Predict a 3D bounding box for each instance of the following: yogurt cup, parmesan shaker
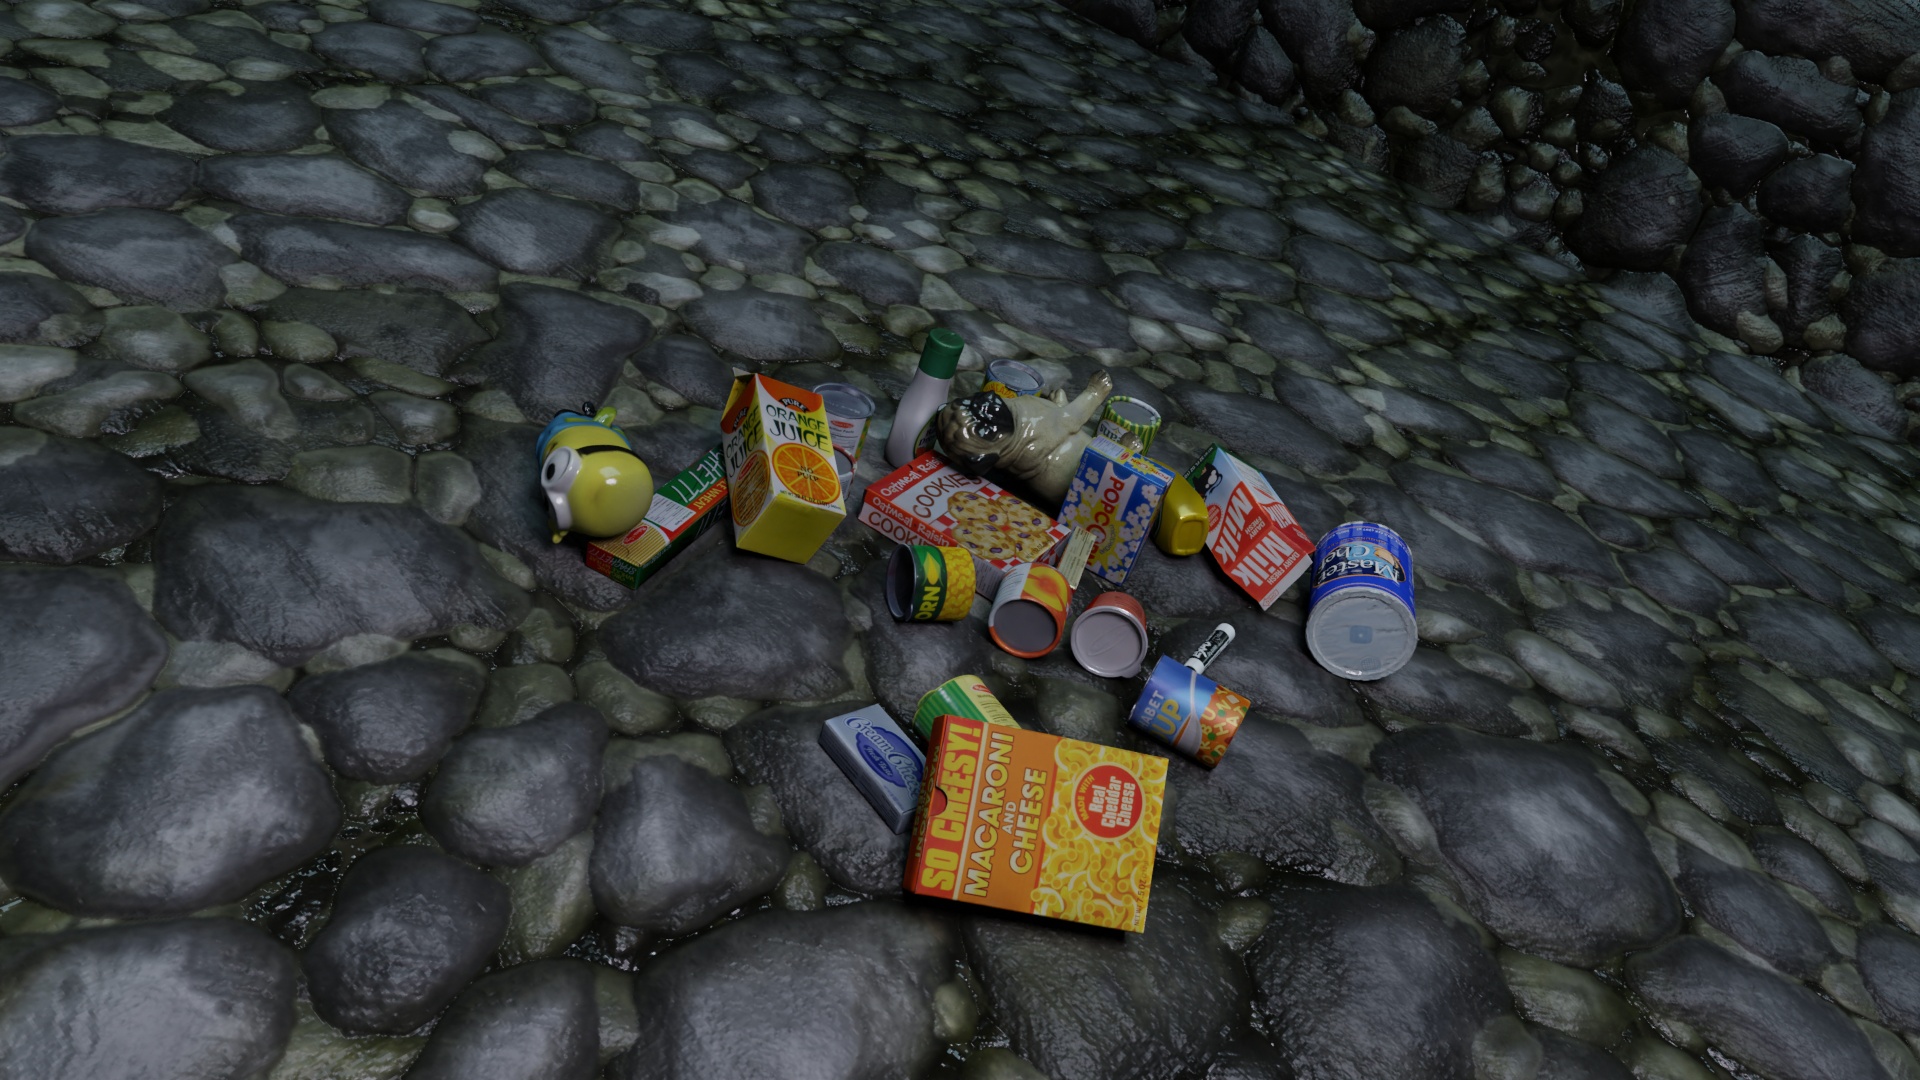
[{"bbox_3d":[0.135,0.080,1.234,0.072,0.072,0.054,23,24,5],"label":"yogurt cup"},{"bbox_3d":[0.017,0.159,1.046,0.071,0.071,0.103,-9,43,-38],"label":"parmesan shaker"}]

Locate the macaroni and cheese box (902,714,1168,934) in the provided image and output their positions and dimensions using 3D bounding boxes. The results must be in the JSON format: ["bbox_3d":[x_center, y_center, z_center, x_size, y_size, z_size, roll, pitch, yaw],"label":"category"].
[{"bbox_3d":[0.054,0.197,0.970,0.166,0.040,0.124,13,76,-12],"label":"macaroni and cheese box"}]

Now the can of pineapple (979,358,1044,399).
[{"bbox_3d":[0.053,-0.161,1.550,0.071,0.057,0.071,14,33,-9],"label":"can of pineapple"}]

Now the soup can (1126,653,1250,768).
[{"bbox_3d":[0.190,0.145,1.165,0.084,0.071,0.072,28,33,12],"label":"soup can"}]

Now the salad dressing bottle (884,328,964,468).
[{"bbox_3d":[-0.035,-0.139,1.386,0.044,0.146,0.064,31,34,16],"label":"salad dressing bottle"}]

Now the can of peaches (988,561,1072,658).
[{"bbox_3d":[0.063,0.062,1.218,0.071,0.071,0.058,22,32,2],"label":"can of peaches"}]

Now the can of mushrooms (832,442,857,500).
[{"bbox_3d":[-0.135,-0.067,1.331,0.071,0.033,0.071,14,33,-9],"label":"can of mushrooms"}]

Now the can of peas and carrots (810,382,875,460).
[{"bbox_3d":[-0.124,-0.117,1.387,0.071,0.058,0.071,15,32,-9],"label":"can of peas and carrots"}]

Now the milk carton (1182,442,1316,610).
[{"bbox_3d":[0.298,-0.011,1.433,0.073,0.072,0.191,26,25,-32],"label":"milk carton"}]

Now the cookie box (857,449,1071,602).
[{"bbox_3d":[0.005,-0.017,1.325,0.167,0.040,0.123,31,34,17],"label":"cookie box"}]

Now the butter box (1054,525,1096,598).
[{"bbox_3d":[0.097,0.034,1.290,0.024,0.052,0.104,25,33,2],"label":"butter box"}]

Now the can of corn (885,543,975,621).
[{"bbox_3d":[-0.026,0.039,1.204,0.058,0.070,0.071,4,36,-25],"label":"can of corn"}]

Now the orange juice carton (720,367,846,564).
[{"bbox_3d":[-0.164,-0.080,1.248,0.072,0.072,0.193,16,42,-34],"label":"orange juice carton"}]

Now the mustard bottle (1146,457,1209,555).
[{"bbox_3d":[0.210,-0.046,1.466,0.049,0.065,0.161,-2,32,-17],"label":"mustard bottle"}]

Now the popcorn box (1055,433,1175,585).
[{"bbox_3d":[0.144,-0.028,1.340,0.085,0.126,0.038,30,37,15],"label":"popcorn box"}]

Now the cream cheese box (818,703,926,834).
[{"bbox_3d":[-0.055,0.168,1.034,0.053,0.024,0.104,-12,45,-41],"label":"cream cheese box"}]

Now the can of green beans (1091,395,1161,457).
[{"bbox_3d":[0.186,-0.122,1.565,0.071,0.057,0.071,14,33,-9],"label":"can of green beans"}]

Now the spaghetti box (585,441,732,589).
[{"bbox_3d":[-0.237,-0.033,1.227,0.050,0.028,0.251,26,33,9],"label":"spaghetti box"}]

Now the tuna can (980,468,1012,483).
[{"bbox_3d":[0.027,-0.091,1.455,0.071,0.032,0.071,15,32,-10],"label":"tuna can"}]
